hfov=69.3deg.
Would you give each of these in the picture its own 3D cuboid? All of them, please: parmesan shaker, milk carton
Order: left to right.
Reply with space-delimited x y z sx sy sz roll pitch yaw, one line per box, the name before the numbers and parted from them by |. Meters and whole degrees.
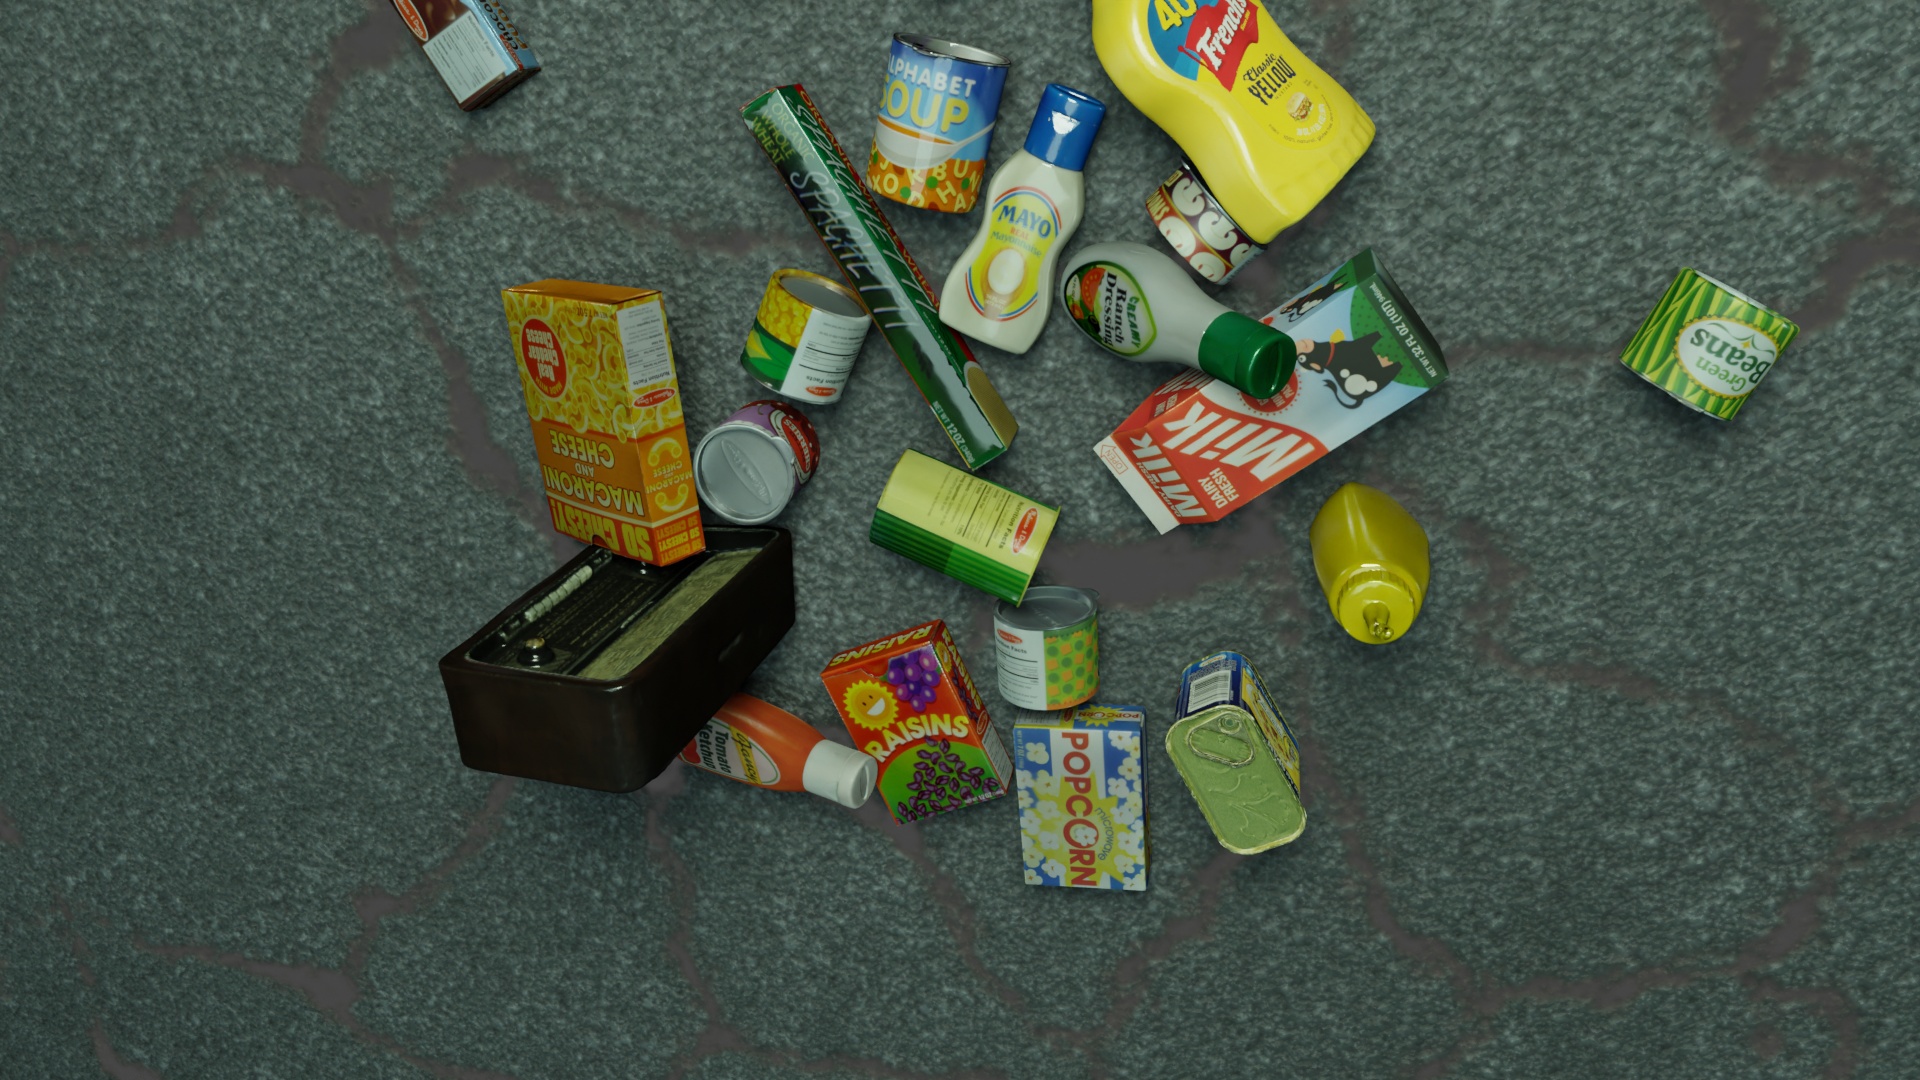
parmesan shaker | 0.003 -0.011 0.866 0.103 0.071 0.071 23 115 3
milk carton | 0.172 -0.078 0.794 0.190 0.074 0.072 -34 101 23

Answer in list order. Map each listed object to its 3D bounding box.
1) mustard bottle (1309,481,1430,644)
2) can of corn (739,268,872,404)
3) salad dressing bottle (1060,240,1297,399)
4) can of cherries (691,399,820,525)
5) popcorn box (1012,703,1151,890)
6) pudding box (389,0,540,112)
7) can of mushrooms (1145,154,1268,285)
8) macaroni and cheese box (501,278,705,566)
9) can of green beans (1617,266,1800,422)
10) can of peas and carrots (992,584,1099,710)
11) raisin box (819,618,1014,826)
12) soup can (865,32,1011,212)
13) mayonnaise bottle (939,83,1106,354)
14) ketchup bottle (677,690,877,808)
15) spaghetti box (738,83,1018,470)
mustard bottle | 0.228 0.018 0.773 0.065 0.161 0.048 33 117 0
can of corn | -0.094 -0.125 0.840 0.071 0.071 0.058 26 115 1
salad dressing bottle | 0.117 -0.120 0.759 0.148 0.044 0.064 36 137 44
can of cherries | -0.126 -0.051 0.880 0.071 0.058 0.071 5 112 11
popcorn box | 0.083 0.172 0.935 0.085 0.038 0.126 0 112 12
pudding box | -0.297 -0.306 0.830 0.049 0.030 0.083 -26 104 22
can of mushrooms | 0.134 -0.176 0.766 0.071 0.071 0.033 45 115 -8
macaroni and cheese box | -0.225 -0.075 0.873 0.124 0.040 0.165 14 118 41
can of green beans | 0.396 -0.104 0.737 0.071 0.071 0.057 28 115 0
can of peas and carrots | 0.057 0.067 0.885 0.071 0.071 0.058 1 113 12
raisin box | -0.028 0.124 0.941 0.086 0.040 0.123 -19 106 20
soup can | -0.015 -0.232 0.774 0.071 0.071 0.083 17 115 5
mayonnaise bottle | 0.039 -0.185 0.798 0.065 0.041 0.147 23 116 3
ketchup bottle | -0.128 0.142 0.947 0.149 0.044 0.064 15 124 24
spaghetti box | -0.045 -0.156 0.824 0.028 0.050 0.249 -29 103 20
